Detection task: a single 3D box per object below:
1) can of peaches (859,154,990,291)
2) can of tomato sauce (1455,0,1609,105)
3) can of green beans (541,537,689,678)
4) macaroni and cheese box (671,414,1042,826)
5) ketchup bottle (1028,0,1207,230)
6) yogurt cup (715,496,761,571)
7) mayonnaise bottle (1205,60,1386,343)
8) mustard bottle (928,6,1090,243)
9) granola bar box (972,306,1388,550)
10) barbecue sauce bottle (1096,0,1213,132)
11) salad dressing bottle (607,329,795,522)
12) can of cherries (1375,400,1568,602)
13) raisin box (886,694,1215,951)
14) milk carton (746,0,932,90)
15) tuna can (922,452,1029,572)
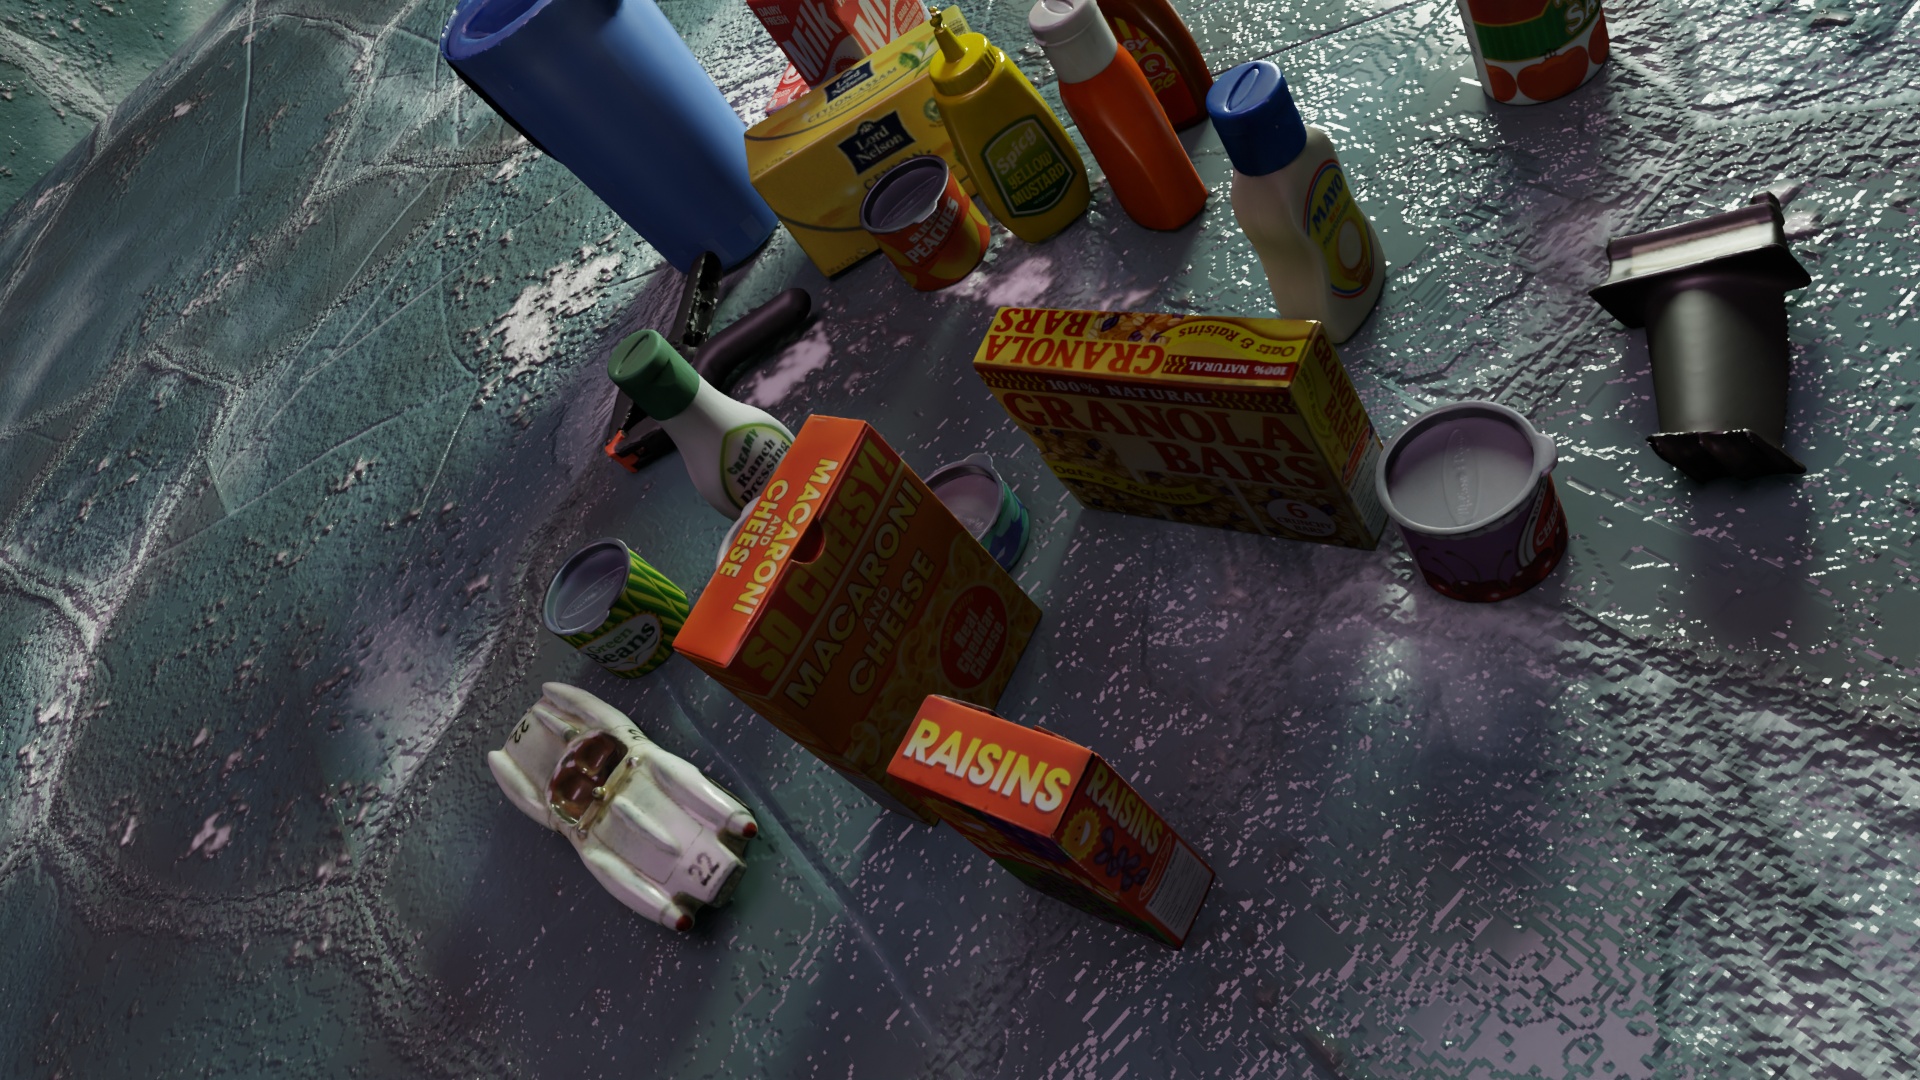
[{"bbox_3d":[-0.021,-0.202,0.889,0.071,0.058,0.071,-19,49,23],"label":"can of peaches"},{"bbox_3d":[0.293,-0.277,0.711,0.071,0.083,0.071,-19,49,23],"label":"can of tomato sauce"},{"bbox_3d":[-0.206,0.041,0.831,0.071,0.057,0.071,-19,49,23],"label":"can of green beans"},{"bbox_3d":[-0.038,0.040,0.638,0.040,0.166,0.124,11,65,40],"label":"macaroni and cheese box"},{"bbox_3d":[0.086,-0.241,0.780,0.043,0.148,0.065,-44,44,-1],"label":"ketchup bottle"},{"bbox_3d":[-0.094,0.016,0.776,0.072,0.053,0.073,-19,49,23],"label":"yogurt cup"},{"bbox_3d":[0.161,-0.162,0.668,0.041,0.147,0.065,15,68,41],"label":"mayonnaise bottle"},{"bbox_3d":[0.021,-0.248,0.823,0.065,0.159,0.049,-36,44,7],"label":"mustard bottle"},{"bbox_3d":[0.103,-0.052,0.641,0.165,0.124,0.039,10,64,39],"label":"granola bar box"},{"bbox_3d":[0.097,-0.308,0.824,0.065,0.148,0.044,-4,56,33],"label":"barbecue sauce bottle"},{"bbox_3d":[-0.143,-0.062,0.802,0.044,0.147,0.064,21,71,43],"label":"salad dressing bottle"},{"bbox_3d":[0.217,-0.015,0.581,0.071,0.058,0.072,-19,49,23],"label":"can of cherries"},{"bbox_3d":[0.039,0.114,0.559,0.086,0.123,0.040,14,67,41],"label":"raisin box"},{"bbox_3d":[-0.076,-0.354,0.949,0.072,0.190,0.074,8,63,39],"label":"milk carton"},{"bbox_3d":[0.003,-0.009,0.743,0.071,0.032,0.071,-18,49,23],"label":"tuna can"}]
